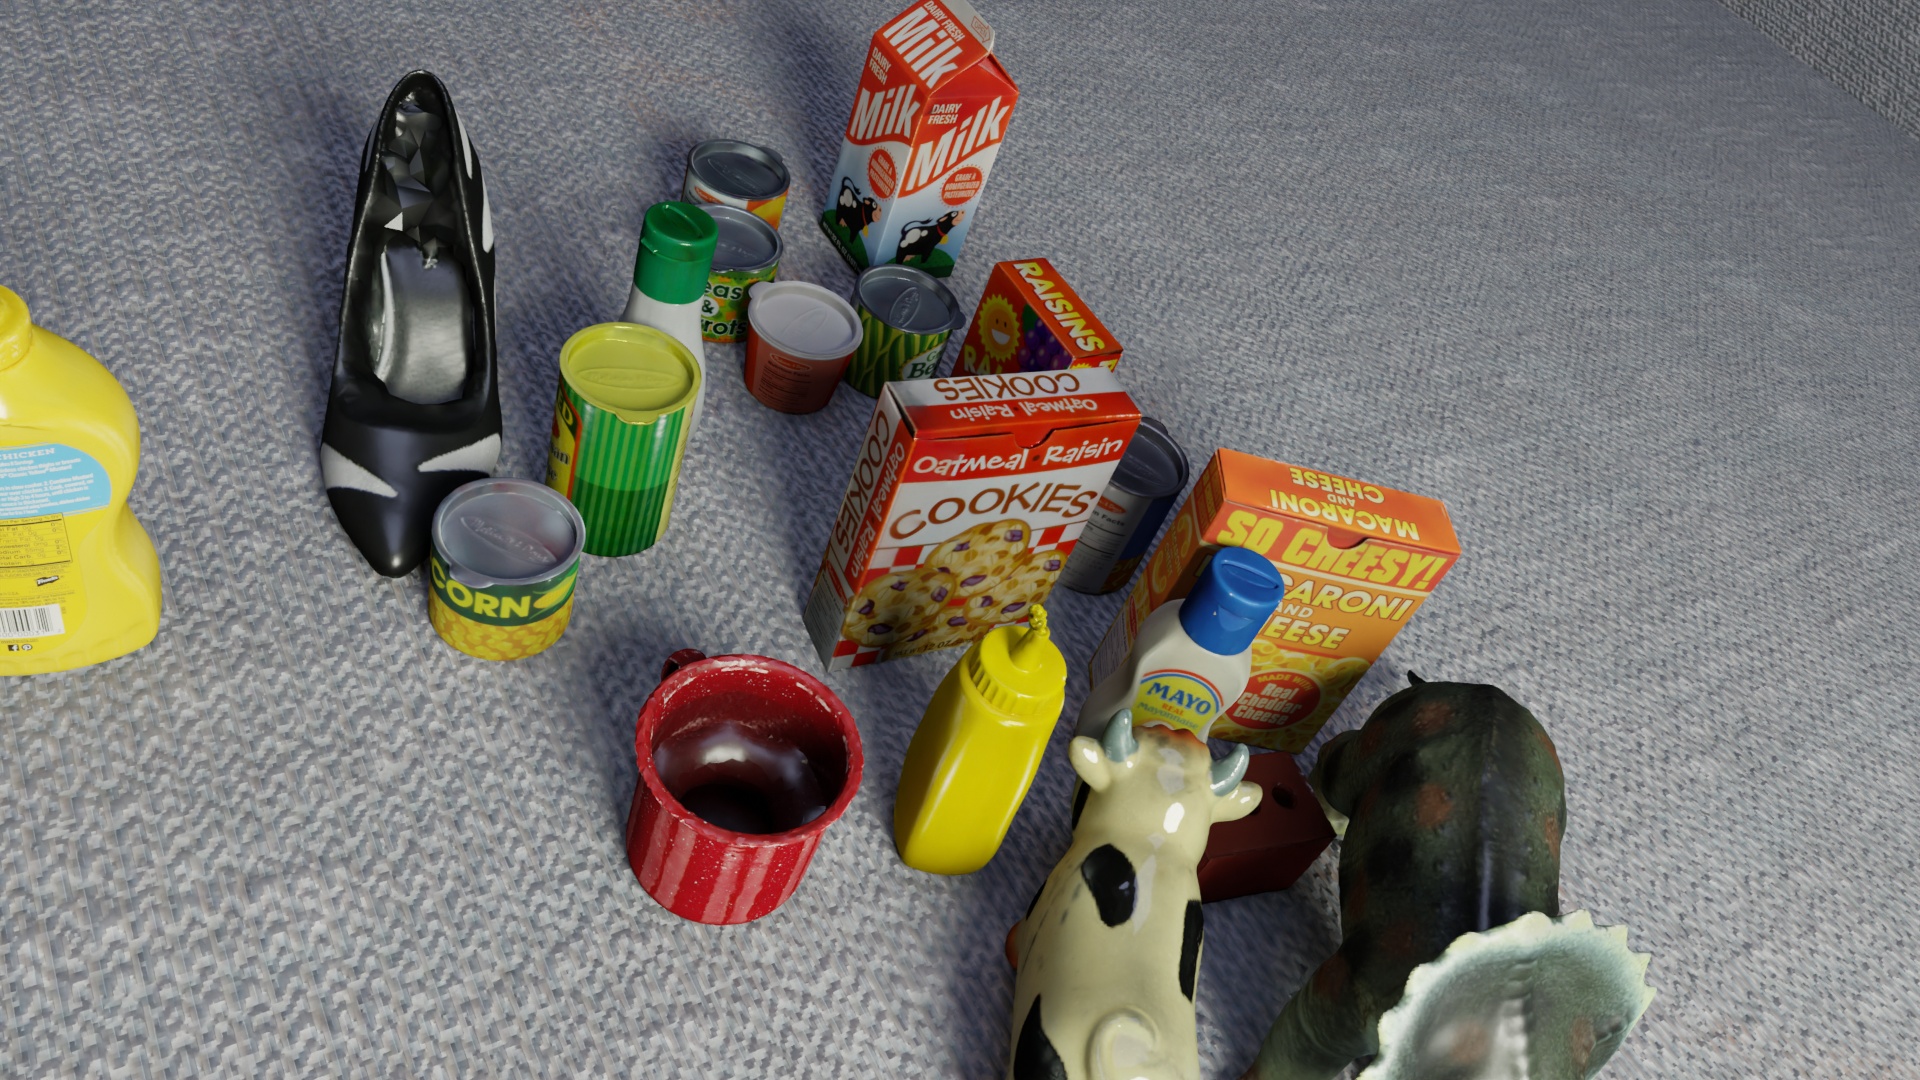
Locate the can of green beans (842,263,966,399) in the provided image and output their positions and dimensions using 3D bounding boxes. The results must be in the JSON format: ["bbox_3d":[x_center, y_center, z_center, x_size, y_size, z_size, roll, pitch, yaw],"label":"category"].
[{"bbox_3d":[-0.040,-0.128,0.861,0.071,0.057,0.071,12,44,-12],"label":"can of green beans"}]

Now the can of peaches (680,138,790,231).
[{"bbox_3d":[-0.147,-0.219,0.904,0.071,0.057,0.071,12,44,-12],"label":"can of peaches"}]

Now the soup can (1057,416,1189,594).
[{"bbox_3d":[0.085,-0.021,0.791,0.071,0.083,0.072,12,44,-12],"label":"soup can"}]

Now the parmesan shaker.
[{"bbox_3d":[-0.170,-0.046,0.691,0.071,0.102,0.072,12,44,-12],"label":"parmesan shaker"}]

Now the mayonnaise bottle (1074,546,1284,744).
[{"bbox_3d":[0.107,0.064,0.669,0.065,0.147,0.041,22,43,-2],"label":"mayonnaise bottle"}]

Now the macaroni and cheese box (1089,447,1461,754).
[{"bbox_3d":[0.153,0.037,0.703,0.124,0.165,0.040,12,44,-12],"label":"macaroni and cheese box"}]

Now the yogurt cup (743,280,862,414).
[{"bbox_3d":[-0.097,-0.112,0.824,0.072,0.053,0.073,12,44,-12],"label":"yogurt cup"}]

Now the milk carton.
[{"bbox_3d":[-0.024,-0.263,0.904,0.074,0.189,0.072,-14,55,-34],"label":"milk carton"}]

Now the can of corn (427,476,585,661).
[{"bbox_3d":[-0.213,0.015,0.644,0.071,0.058,0.071,12,44,-12],"label":"can of corn"}]

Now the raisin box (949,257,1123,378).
[{"bbox_3d":[0.037,-0.090,0.809,0.040,0.122,0.086,-12,54,-33],"label":"raisin box"}]

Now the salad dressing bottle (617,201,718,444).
[{"bbox_3d":[-0.156,-0.105,0.722,0.064,0.146,0.044,44,46,20],"label":"salad dressing bottle"}]

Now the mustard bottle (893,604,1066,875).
[{"bbox_3d":[0.012,0.083,0.601,0.049,0.159,0.065,11,44,-13],"label":"mustard bottle"}]

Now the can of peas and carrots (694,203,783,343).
[{"bbox_3d":[-0.147,-0.161,0.847,0.071,0.058,0.071,12,44,-12],"label":"can of peas and carrots"}]

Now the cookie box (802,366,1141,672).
[{"bbox_3d":[0.002,-0.009,0.682,0.123,0.166,0.040,-8,52,-30],"label":"cookie box"}]
